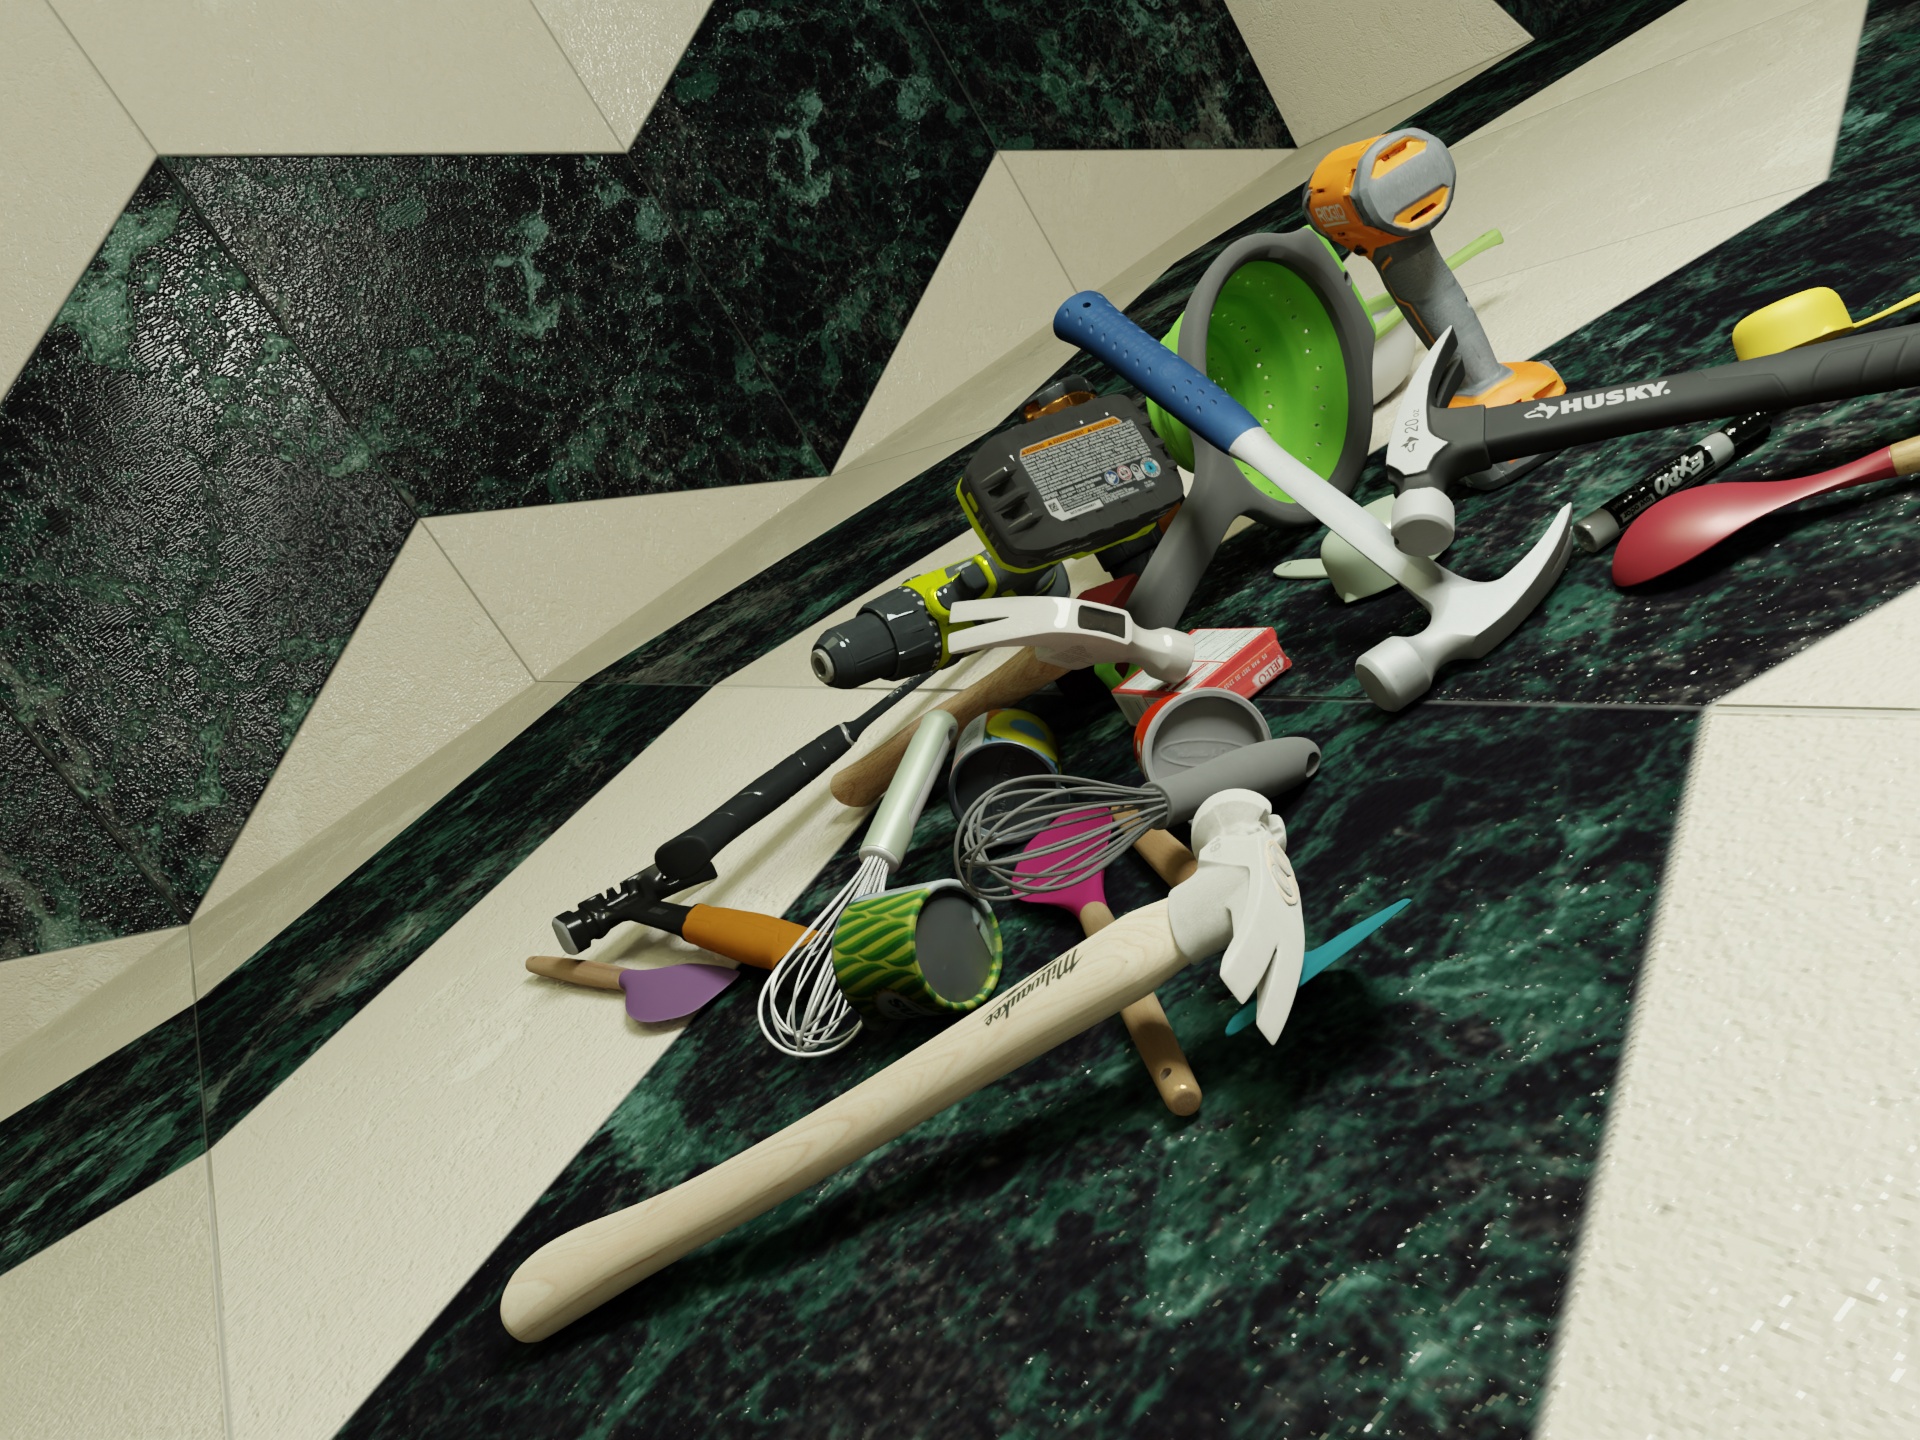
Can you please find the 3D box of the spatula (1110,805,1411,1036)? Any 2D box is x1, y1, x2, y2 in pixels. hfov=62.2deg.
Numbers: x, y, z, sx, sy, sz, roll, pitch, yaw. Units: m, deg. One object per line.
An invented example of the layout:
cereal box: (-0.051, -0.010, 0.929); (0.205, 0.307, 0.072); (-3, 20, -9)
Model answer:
spatula: (0.111, 0.073, 0.717); (0.082, 0.044, 0.318); (-37, 15, -2)

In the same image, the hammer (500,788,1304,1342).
hammer: (-0.041, 0.169, 0.655); (0.410, 0.038, 0.146); (-34, 13, 19)

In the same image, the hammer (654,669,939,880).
hammer: (-0.080, 0.002, 1.222); (0.149, 0.036, 0.409); (-17, 16, 47)

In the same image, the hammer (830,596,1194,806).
hammer: (-0.002, -0.003, 1.016); (0.331, 0.130, 0.031); (-33, 47, 54)

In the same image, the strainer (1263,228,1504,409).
strainer: (0.369, -0.325, 1.348); (0.256, 0.069, 0.151); (-34, 14, -9)

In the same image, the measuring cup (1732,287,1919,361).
measuring cup: (0.495, -0.232, 0.869); (0.156, 0.029, 0.062); (-22, -3, -6)

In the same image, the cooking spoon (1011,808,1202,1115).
cooking spoon: (0.068, 0.103, 0.753); (0.069, 0.017, 0.319); (-39, 15, 5)

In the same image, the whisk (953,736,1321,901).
whisk: (0.090, 0.036, 0.731); (0.239, 0.055, 0.055); (-13, 1, -40)

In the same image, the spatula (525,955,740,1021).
spatula: (-0.243, 0.179, 1.102); (0.060, 0.018, 0.316); (-37, 17, -31)

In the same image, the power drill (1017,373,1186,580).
power drill: (0.125, -0.162, 1.214); (0.084, 0.185, 0.226); (-28, -2, 14)

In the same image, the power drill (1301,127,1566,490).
power drill: (0.298, -0.270, 1.036); (0.084, 0.226, 0.164); (-32, 16, 2)

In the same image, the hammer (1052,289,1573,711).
hammer: (0.181, -0.162, 0.941); (0.144, 0.035, 0.406); (-33, 47, -7)

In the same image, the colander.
colander: (0.163, -0.174, 1.107); (0.094, 0.204, 0.397); (-2, 49, 49)

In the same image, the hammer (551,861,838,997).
hammer: (-0.156, 0.132, 1.036); (0.127, 0.034, 0.337); (-29, 16, -28)

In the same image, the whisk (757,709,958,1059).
whisk: (-0.048, 0.085, 0.894); (0.059, 0.057, 0.246); (13, 50, 13)

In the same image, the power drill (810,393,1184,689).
power drill: (0.017, -0.097, 0.987); (0.190, 0.080, 0.228); (-24, -10, -32)

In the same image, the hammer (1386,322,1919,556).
hammer: (0.383, -0.167, 0.787); (0.335, 0.035, 0.146); (-8, 48, 27)

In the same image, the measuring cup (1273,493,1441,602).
measuring cup: (0.242, -0.112, 1.019); (0.083, 0.038, 0.168); (-37, 15, -16)

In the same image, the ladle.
ladle: (0.443, -0.122, 0.705); (0.315, 0.031, 0.069); (-17, 21, 37)
